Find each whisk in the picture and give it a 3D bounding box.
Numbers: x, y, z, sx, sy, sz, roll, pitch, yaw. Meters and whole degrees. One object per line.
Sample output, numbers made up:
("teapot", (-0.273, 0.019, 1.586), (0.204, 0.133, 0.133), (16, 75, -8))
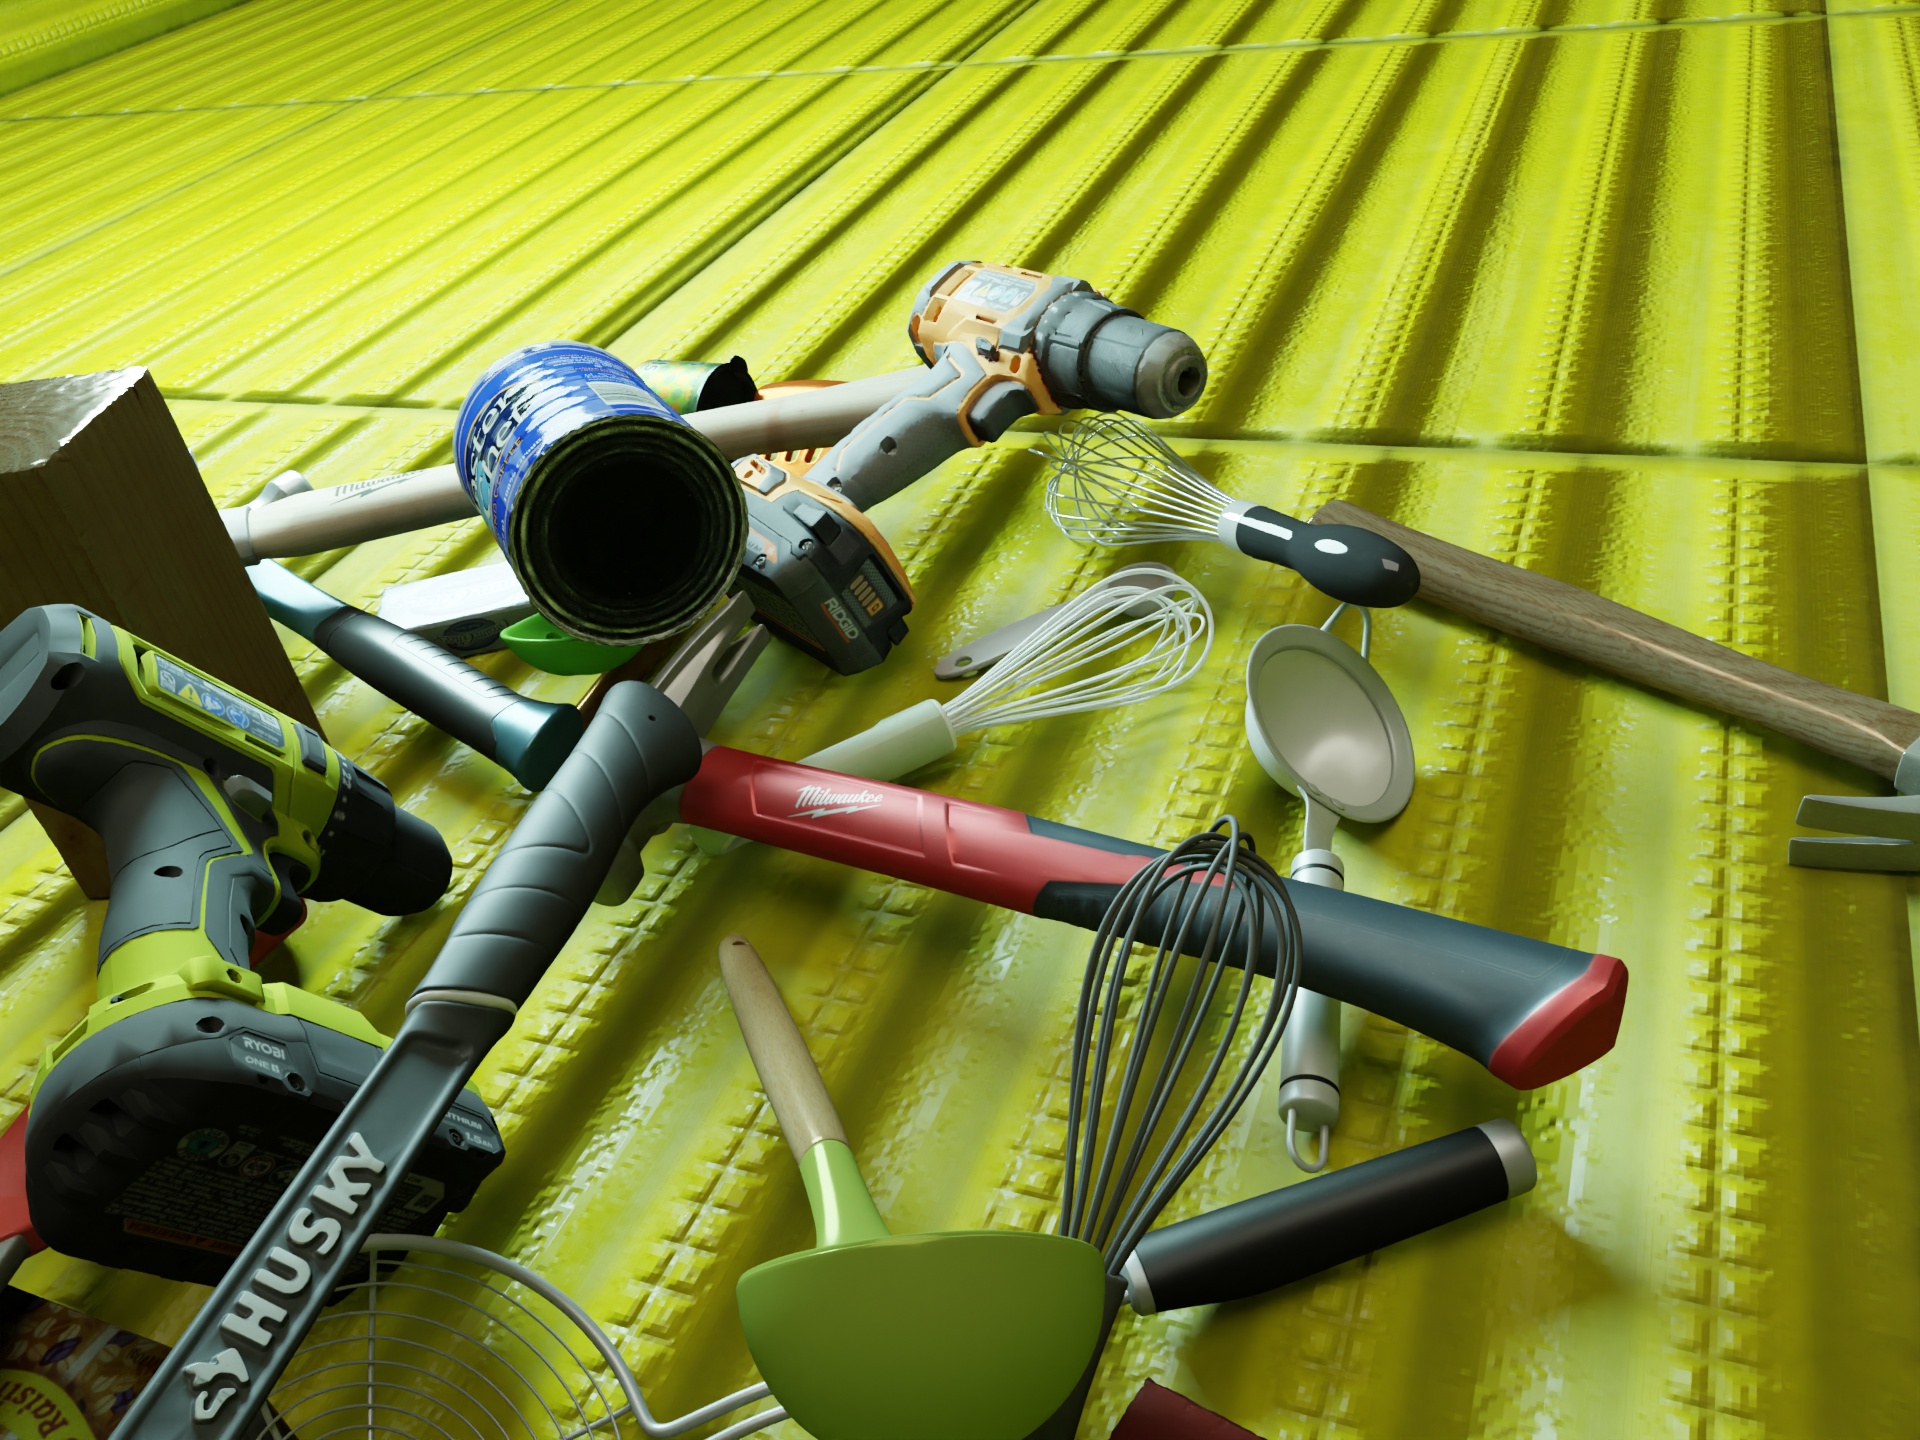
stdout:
("whisk", (0.029, 0.135, 0.393), (0.055, 0.055, 0.239), (16, 77, 32))
("whisk", (0.114, -0.094, 0.727), (0.070, 0.070, 0.285), (-23, 27, -17))
("whisk", (-0.001, -0.002, 0.679), (0.246, 0.057, 0.059), (-24, 72, -12))

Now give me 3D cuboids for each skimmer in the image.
("skimmer", (-0.013, 0.153, 0.428), (0.363, 0.090, 0.127), (-16, 36, -7))

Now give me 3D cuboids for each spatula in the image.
("spatula", (-0.133, -0.087, 0.834), (0.081, 0.041, 0.323), (6, 40, 21))

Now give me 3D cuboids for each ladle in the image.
("ladle", (-0.041, 0.103, 0.451), (0.078, 0.062, 0.320), (4, 9, -17))

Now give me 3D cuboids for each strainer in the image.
("strainer", (0.127, 0.050, 0.577), (0.086, 0.050, 0.259), (32, 42, -15))

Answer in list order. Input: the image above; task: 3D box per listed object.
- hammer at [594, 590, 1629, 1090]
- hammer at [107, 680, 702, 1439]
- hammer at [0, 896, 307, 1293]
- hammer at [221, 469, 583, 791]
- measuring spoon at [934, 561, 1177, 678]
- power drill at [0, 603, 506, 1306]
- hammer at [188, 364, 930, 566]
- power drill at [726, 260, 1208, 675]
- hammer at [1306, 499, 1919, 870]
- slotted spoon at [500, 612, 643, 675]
("hammer", (0.032, 0.039, 0.561), (0.386, 0.038, 0.143), (11, 56, 30))
("hammer", (-0.148, 0.090, 0.431), (0.149, 0.036, 0.409), (29, 27, -7))
("hammer", (-0.302, 0.146, 0.501), (0.149, 0.036, 0.359), (-4, 25, 0))
("hammer", (-0.297, -0.042, 0.781), (0.331, 0.033, 0.128), (24, 52, 35))
("measuring spoon", (0.046, -0.042, 0.752), (0.124, 0.018, 0.034), (-23, 36, -6))
("power drill", (-0.235, 0.076, 0.543), (0.080, 0.190, 0.229), (-41, 48, 7))
("hammer", (-0.206, -0.139, 0.843), (0.410, 0.038, 0.146), (-15, 36, -15))
("power drill", (-0.005, -0.128, 0.762), (0.226, 0.084, 0.185), (-46, 42, -13))
("hammer", (0.275, -0.030, 0.657), (0.130, 0.031, 0.332), (-31, 40, -27))
("slotted spoon", (-0.190, -0.090, 0.836), (0.070, 0.031, 0.314), (-3, 26, -7))
